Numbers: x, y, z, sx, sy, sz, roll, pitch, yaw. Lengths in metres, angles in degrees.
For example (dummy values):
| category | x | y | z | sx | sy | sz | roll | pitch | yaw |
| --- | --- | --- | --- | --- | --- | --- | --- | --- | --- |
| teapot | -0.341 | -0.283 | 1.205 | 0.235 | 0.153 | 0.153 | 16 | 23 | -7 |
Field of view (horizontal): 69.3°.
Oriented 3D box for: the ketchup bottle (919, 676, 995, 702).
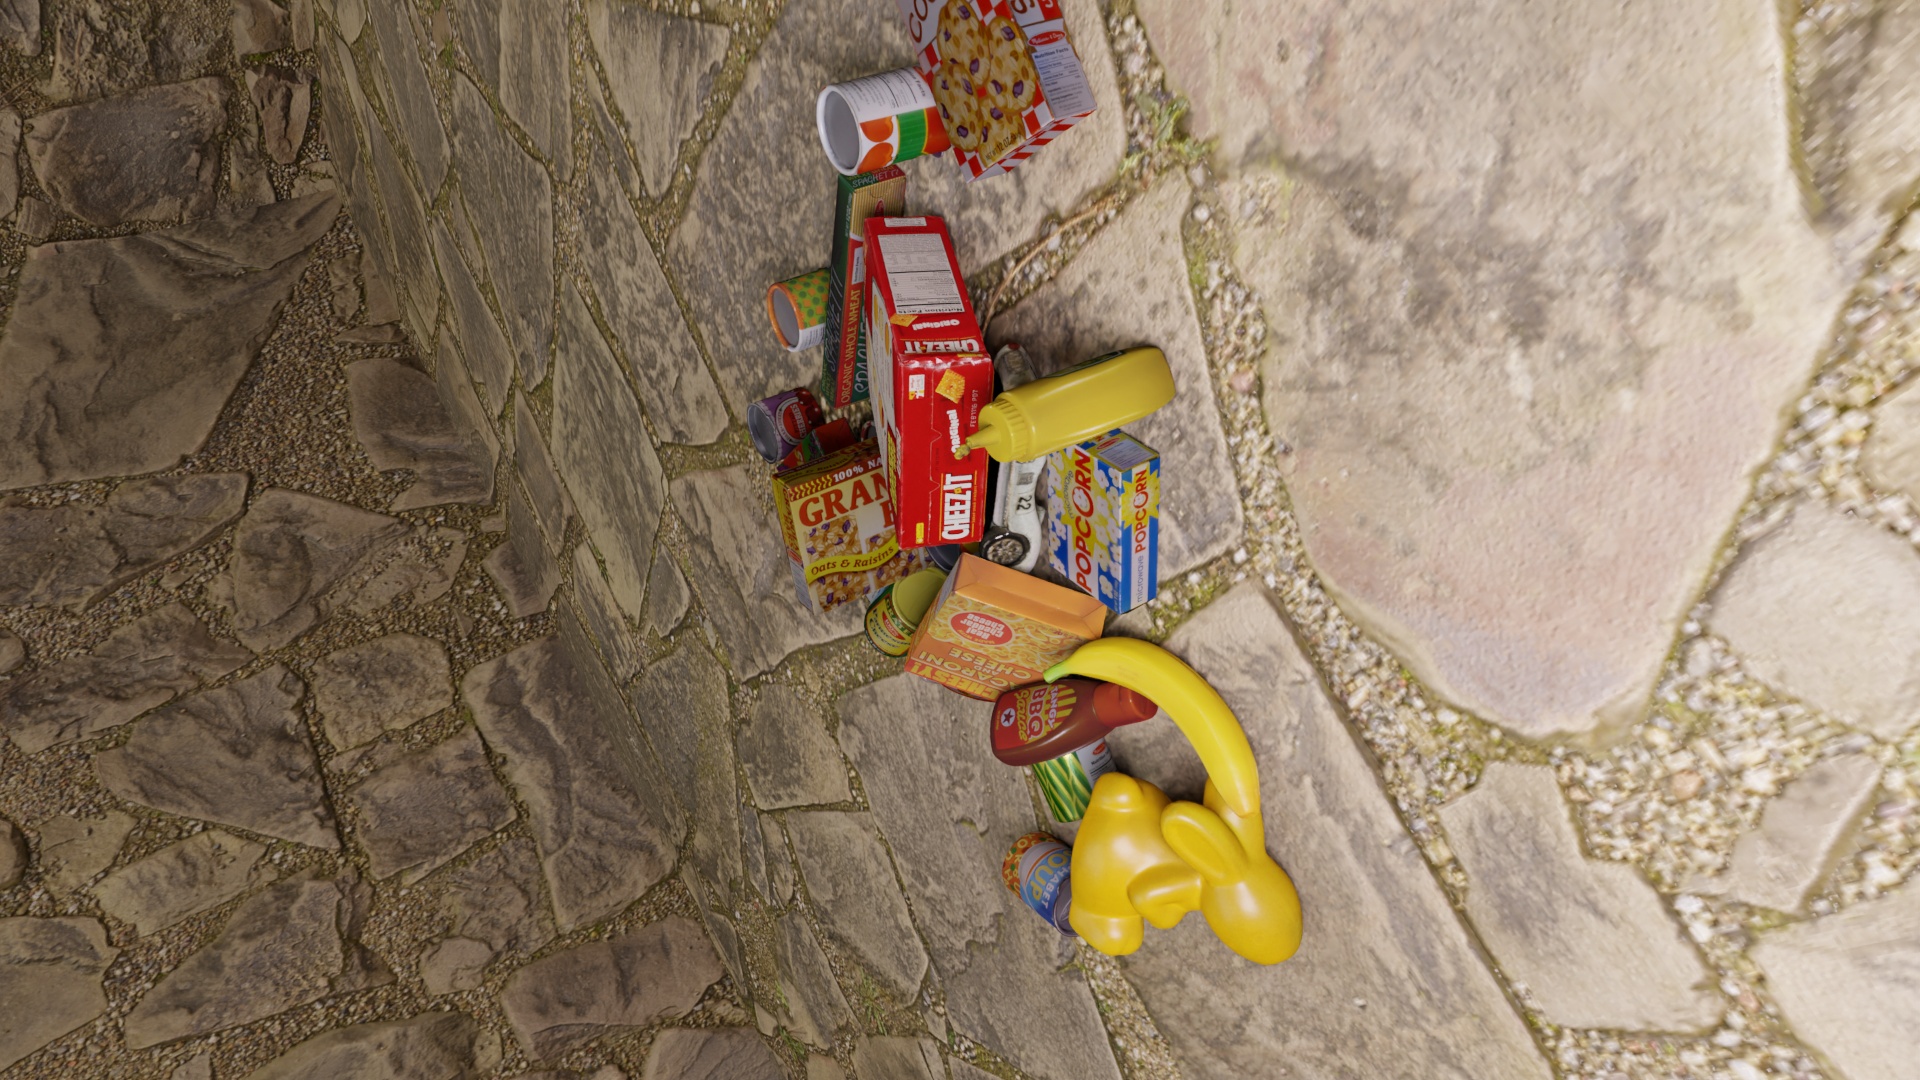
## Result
| category | x | y | z | sx | sy | sz | roll | pitch | yaw |
| --- | --- | --- | --- | --- | --- | --- | --- | --- | --- |
| ketchup bottle | 0.005 | 0.117 | 1.296 | 0.148 | 0.044 | 0.064 | -8 | 111 | 63 |

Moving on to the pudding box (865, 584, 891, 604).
| category | x | y | z | sx | sy | sz | roll | pitch | yaw |
| --- | --- | --- | --- | --- | --- | --- | --- | --- | --- |
| pudding box | -0.078 | 0.029 | 1.394 | 0.050 | 0.030 | 0.083 | 60 | 153 | 16 |

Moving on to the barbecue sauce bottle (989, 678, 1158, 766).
| category | x | y | z | sx | sy | sz | roll | pitch | yaw |
| --- | --- | --- | --- | --- | --- | --- | --- | --- | --- |
| barbecue sauce bottle | 0.090 | 0.138 | 1.108 | 0.148 | 0.043 | 0.065 | -21 | 50 | 42 |

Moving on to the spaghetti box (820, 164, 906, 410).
| category | x | y | z | sx | sy | sz | roll | pitch | yaw |
| --- | --- | --- | --- | --- | --- | --- | --- | --- | --- |
| spaghetti box | -0.086 | -0.212 | 1.194 | 0.029 | 0.050 | 0.248 | 53 | 151 | 29 |

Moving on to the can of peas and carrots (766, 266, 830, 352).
| category | x | y | z | sx | sy | sz | roll | pitch | yaw |
| --- | --- | --- | --- | --- | --- | --- | --- | --- | --- |
| can of peas and carrots | -0.139 | -0.215 | 1.280 | 0.071 | 0.059 | 0.070 | 41 | 143 | 40 |

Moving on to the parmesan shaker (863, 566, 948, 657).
| category | x | y | z | sx | sy | sz | roll | pitch | yaw |
| --- | --- | --- | --- | --- | --- | --- | --- | --- | --- |
| parmesan shaker | -0.046 | 0.072 | 1.331 | 0.071 | 0.071 | 0.102 | 62 | 153 | 8 |

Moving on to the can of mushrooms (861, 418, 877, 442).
| category | x | y | z | sx | sy | sz | roll | pitch | yaw |
| --- | --- | --- | --- | --- | --- | --- | --- | --- | --- |
| can of mushrooms | -0.061 | -0.082 | 1.270 | 0.071 | 0.033 | 0.070 | 41 | 144 | 40 |

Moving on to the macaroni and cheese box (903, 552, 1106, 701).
| category | x | y | z | sx | sy | sz | roll | pitch | yaw |
| --- | --- | --- | --- | --- | --- | --- | --- | --- | --- |
| macaroni and cheese box | 0.033 | 0.080 | 1.140 | 0.124 | 0.040 | 0.165 | 20 | 150 | -7 |

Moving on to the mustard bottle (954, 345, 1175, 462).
| category | x | y | z | sx | sy | sz | roll | pitch | yaw |
| --- | --- | --- | --- | --- | --- | --- | --- | --- | --- |
| mustard bottle | 0.063 | -0.084 | 0.898 | 0.065 | 0.161 | 0.048 | -9 | 102 | 61 |

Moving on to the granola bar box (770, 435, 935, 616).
| category | x | y | z | sx | sy | sz | roll | pitch | yaw |
| --- | --- | --- | --- | --- | --- | --- | --- | --- | --- |
| granola bar box | -0.072 | -0.024 | 1.188 | 0.039 | 0.166 | 0.123 | 31 | 137 | 51 |

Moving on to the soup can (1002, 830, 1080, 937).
| category | x | y | z | sx | sy | sz | roll | pitch | yaw |
| --- | --- | --- | --- | --- | --- | --- | --- | --- | --- |
| soup can | 0.086 | 0.311 | 1.273 | 0.084 | 0.071 | 0.071 | 26 | 133 | 53 |

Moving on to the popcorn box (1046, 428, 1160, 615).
| category | x | y | z | sx | sy | sz | roll | pitch | yaw |
| --- | --- | --- | --- | --- | --- | --- | --- | --- | --- |
| popcorn box | 0.103 | -0.020 | 1.011 | 0.085 | 0.038 | 0.126 | 38 | 142 | 45 |

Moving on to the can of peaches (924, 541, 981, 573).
| category | x | y | z | sx | sy | sz | roll | pitch | yaw |
| --- | --- | --- | --- | --- | --- | --- | --- | --- | --- |
| can of peaches | 0.004 | -0.015 | 1.176 | 0.071 | 0.058 | 0.070 | 43 | 145 | 40 |

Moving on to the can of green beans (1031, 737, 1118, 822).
| category | x | y | z | sx | sy | sz | roll | pitch | yaw |
| --- | --- | --- | --- | --- | --- | --- | --- | --- | --- |
| can of green beans | 0.098 | 0.196 | 1.162 | 0.071 | 0.071 | 0.058 | -17 | 96 | 63 |

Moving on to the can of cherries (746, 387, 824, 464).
| category | x | y | z | sx | sy | sz | roll | pitch | yaw |
| --- | --- | --- | --- | --- | --- | --- | --- | --- | --- |
| can of cherries | -0.178 | -0.119 | 1.430 | 0.071 | 0.058 | 0.071 | 42 | 143 | 41 |

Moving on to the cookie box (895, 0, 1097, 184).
| category | x | y | z | sx | sy | sz | roll | pitch | yaw |
| --- | --- | --- | --- | --- | --- | --- | --- | --- | --- |
| cookie box | 0.014 | -0.338 | 0.918 | 0.122 | 0.040 | 0.167 | -14 | 99 | 63 |

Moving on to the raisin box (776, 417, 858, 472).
| category | x | y | z | sx | sy | sz | roll | pitch | yaw |
| --- | --- | --- | --- | --- | --- | --- | --- | --- | --- |
| raisin box | -0.129 | -0.058 | 1.352 | 0.086 | 0.040 | 0.123 | 64 | 151 | 4 |

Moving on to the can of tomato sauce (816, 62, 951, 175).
| category | x | y | z | sx | sy | sz | roll | pitch | yaw |
| --- | --- | --- | --- | --- | --- | --- | --- | --- | --- |
| can of tomato sauce | -0.054 | -0.308 | 1.021 | 0.071 | 0.083 | 0.070 | 41 | 144 | 41 |
